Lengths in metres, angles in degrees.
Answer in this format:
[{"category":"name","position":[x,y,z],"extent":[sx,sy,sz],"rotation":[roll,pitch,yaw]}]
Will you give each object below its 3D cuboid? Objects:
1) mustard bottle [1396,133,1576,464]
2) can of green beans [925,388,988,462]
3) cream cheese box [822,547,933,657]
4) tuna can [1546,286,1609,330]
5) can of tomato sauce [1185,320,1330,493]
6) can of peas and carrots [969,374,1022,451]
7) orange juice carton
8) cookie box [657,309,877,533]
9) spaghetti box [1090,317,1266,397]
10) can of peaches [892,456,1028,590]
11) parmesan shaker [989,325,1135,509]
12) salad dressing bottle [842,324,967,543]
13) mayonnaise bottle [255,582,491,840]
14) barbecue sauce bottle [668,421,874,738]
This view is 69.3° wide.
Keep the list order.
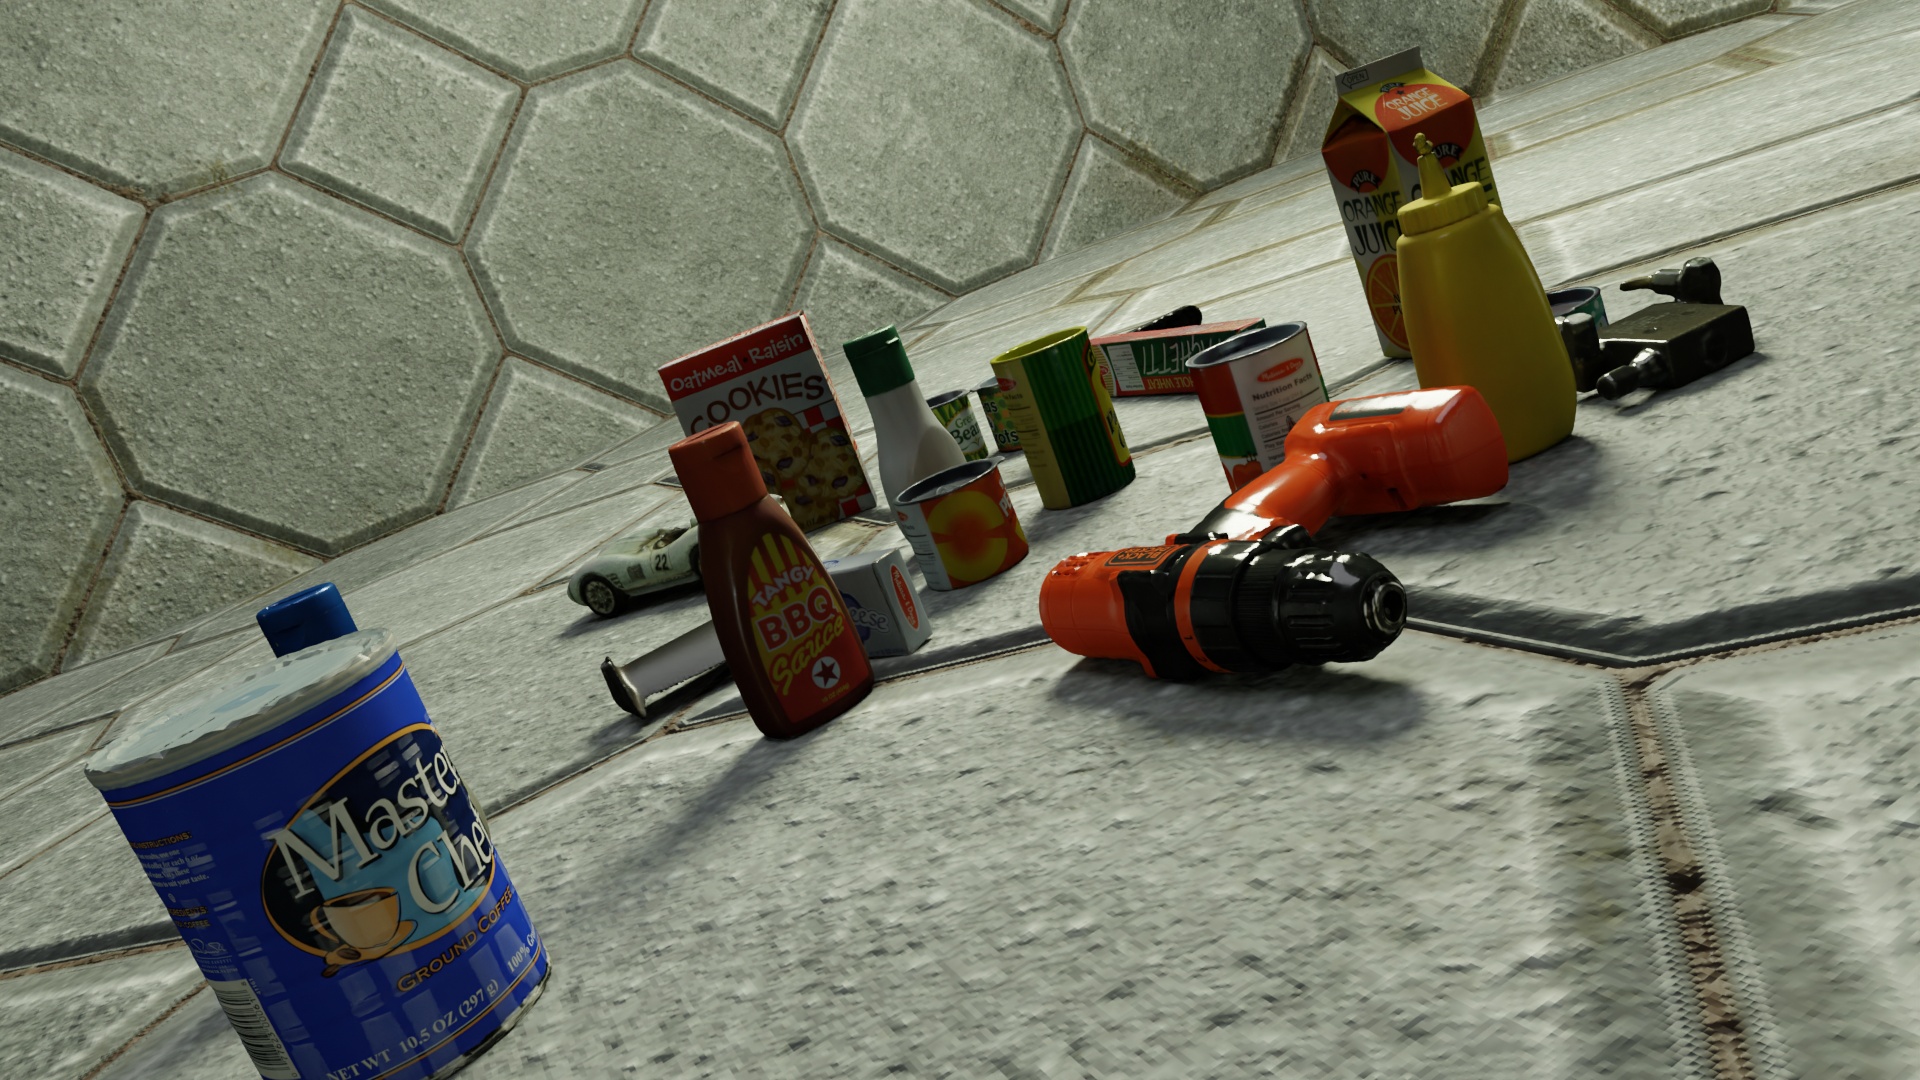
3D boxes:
[{"category":"mustard bottle","position":[0.241,-0.116,0.658],"extent":[0.065,0.160,0.049],"rotation":[-22,13,-5]},{"category":"can of green beans","position":[-0.016,-0.088,1.161],"extent":[0.071,0.057,0.071],"rotation":[-20,13,5]},{"category":"cream cheese box","position":[-0.068,0.038,0.752],"extent":[0.103,0.053,0.024],"rotation":[-10,17,40]},{"category":"tuna can","position":[0.338,-0.119,0.799],"extent":[0.071,0.032,0.071],"rotation":[-20,13,5]},{"category":"can of tomato sauce","position":[0.166,-0.068,0.750],"extent":[0.071,0.083,0.071],"rotation":[-20,13,5]},{"category":"can of peas and carrots","position":[0.050,-0.111,1.147],"extent":[0.071,0.058,0.071],"rotation":[-20,13,5]},{"category":"orange juice carton","position":[0.301,-0.222,0.913],"extent":[0.072,0.192,0.073],"rotation":[-25,13,-16]},{"category":"cookie box","position":[-0.154,-0.086,1.127],"extent":[0.123,0.167,0.040],"rotation":[-21,13,2]},{"category":"spaghetti box","position":[0.168,-0.144,1.118],"extent":[0.029,0.050,0.250],"rotation":[-26,14,-20]},{"category":"can of peaches","position":[0.003,-0.010,0.825],"extent":[0.071,0.058,0.071],"rotation":[-20,13,5]},{"category":"parmesan shaker","position":[0.067,-0.080,0.905],"extent":[0.071,0.103,0.071],"rotation":[-20,13,5]},{"category":"salad dressing bottle","position":[-0.033,-0.066,0.906],"extent":[0.044,0.147,0.064],"rotation":[-9,18,44]},{"category":"mayonnaise bottle","position":[-0.279,0.093,0.650],"extent":[0.065,0.147,0.041],"rotation":[-20,13,5]},{"category":"barbecue sauce bottle","position":[-0.096,0.017,0.670],"extent":[0.065,0.148,0.043],"rotation":[-30,16,-34]}]
